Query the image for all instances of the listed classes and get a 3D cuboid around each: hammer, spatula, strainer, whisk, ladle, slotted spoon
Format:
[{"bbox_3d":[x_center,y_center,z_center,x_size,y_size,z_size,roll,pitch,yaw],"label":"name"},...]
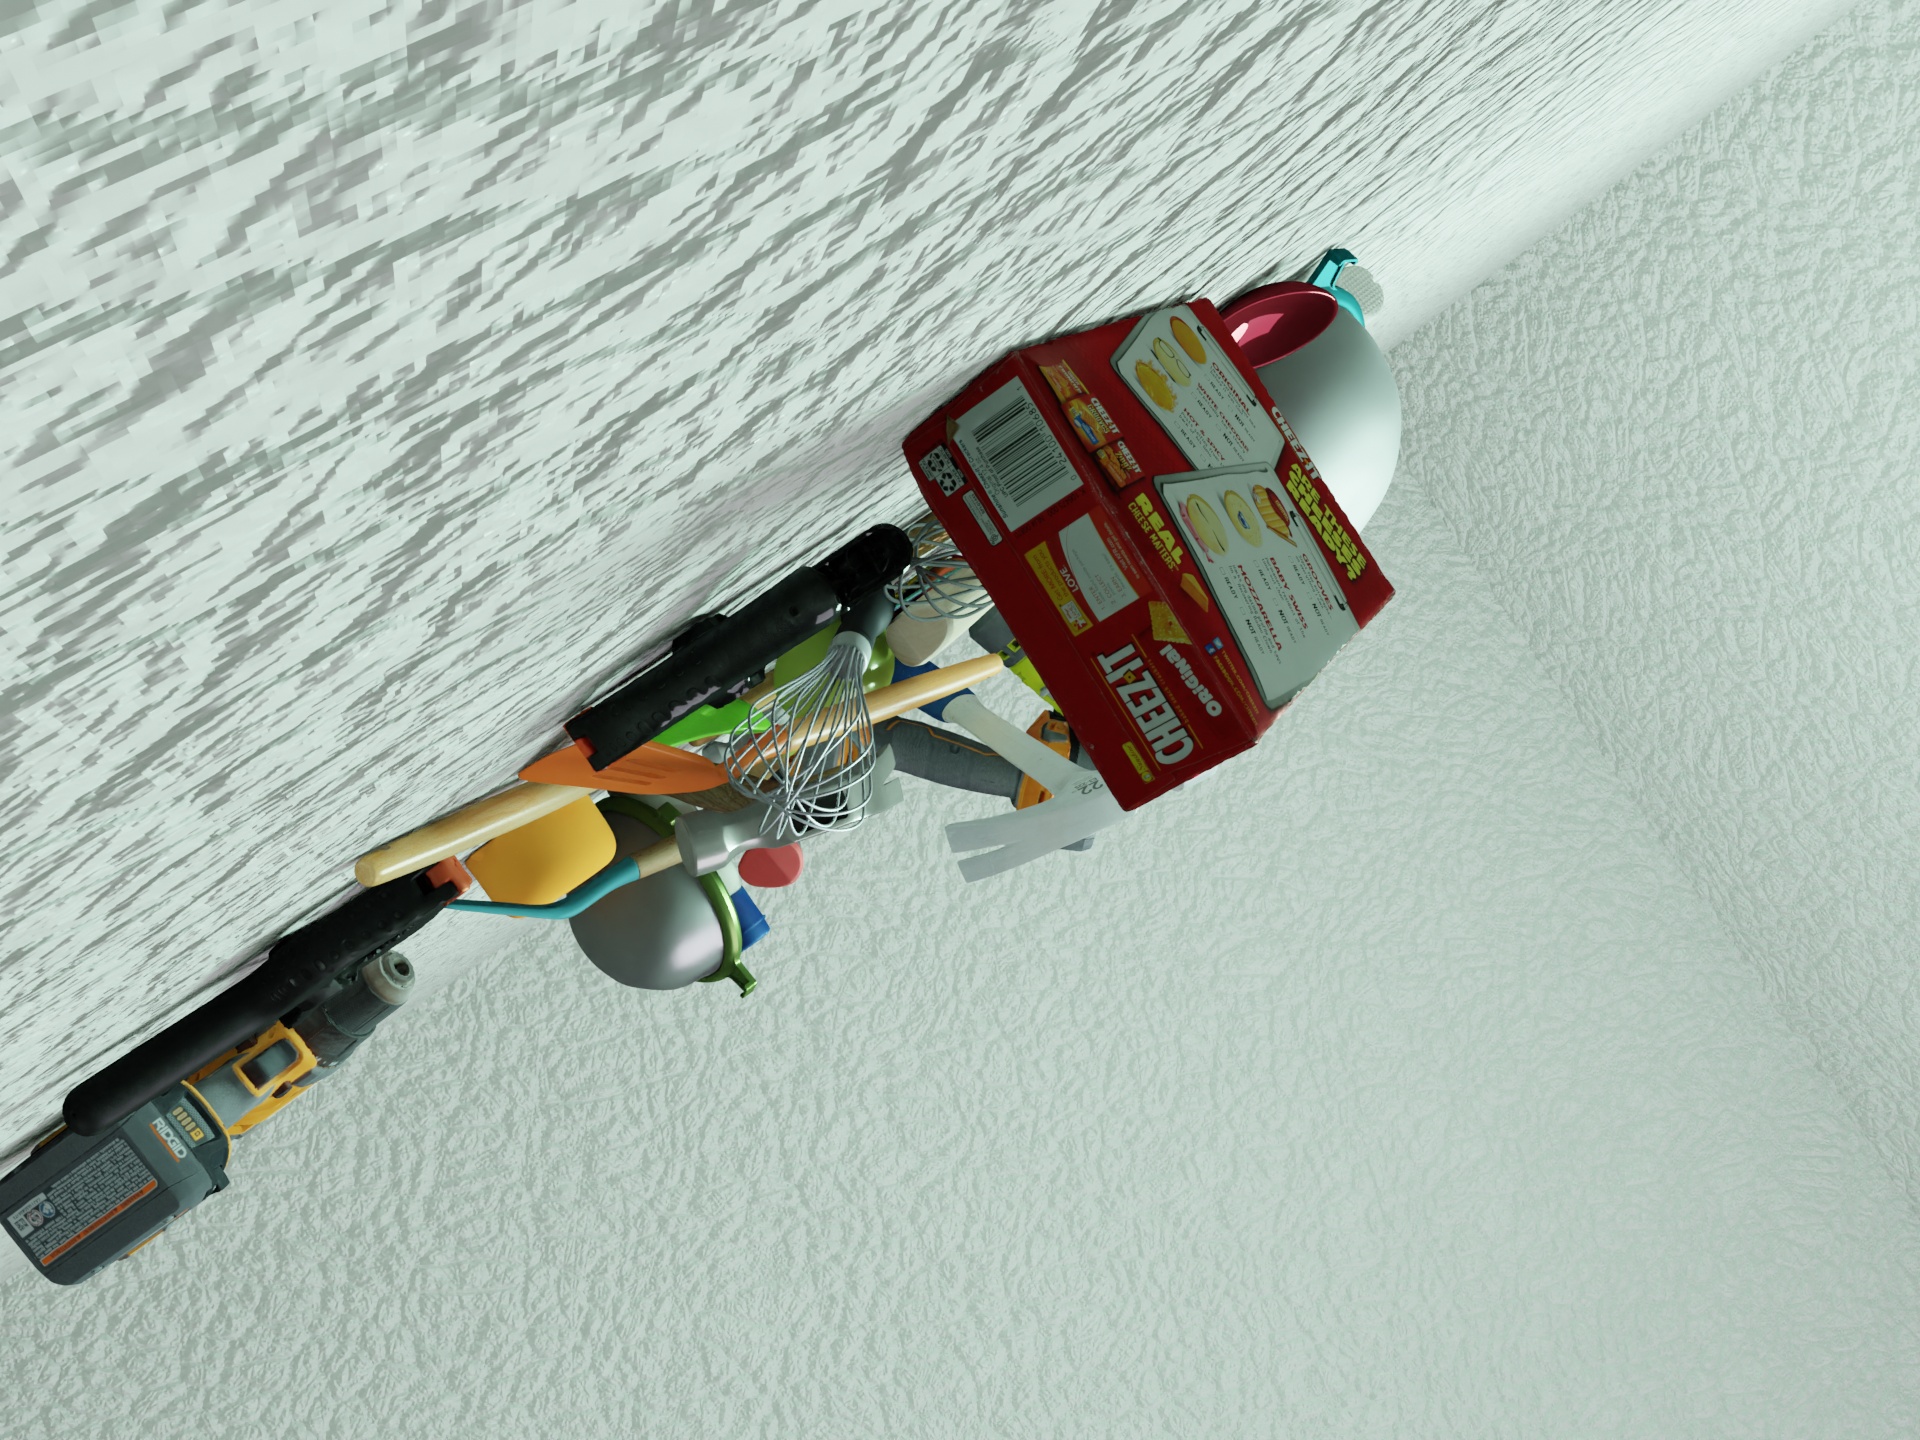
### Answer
[{"bbox_3d":[-0.002,-0.003,0.986,0.144,0.035,0.406,-26,-158,-13],"label":"hammer"},{"bbox_3d":[-0.082,-0.004,0.856,0.081,0.041,0.322,-21,180,42],"label":"spatula"},{"bbox_3d":[0.104,-0.157,1.012,0.411,0.038,0.146,-39,-176,-26],"label":"hammer"},{"bbox_3d":[-0.263,0.130,1.118,0.256,0.151,0.069,1,-150,43],"label":"strainer"},{"bbox_3d":[-0.132,0.039,1.213,0.143,0.038,0.386,-35,-165,0],"label":"hammer"},{"bbox_3d":[0.036,-0.080,0.858,0.055,0.055,0.239,-34,164,31],"label":"whisk"},{"bbox_3d":[-0.133,0.039,0.915,0.130,0.031,0.331,-15,-172,-22],"label":"hammer"},{"bbox_3d":[-0.061,-0.019,0.800,0.070,0.070,0.285,-34,-163,19],"label":"whisk"},{"bbox_3d":[0.213,-0.124,1.008,0.211,0.095,0.340,-44,153,-2],"label":"strainer"},{"bbox_3d":[-0.129,0.015,1.038,0.078,0.062,0.320,-18,168,-34],"label":"ladle"},{"bbox_3d":[-0.077,-0.051,1.059,0.245,0.047,0.051,-30,169,-13],"label":"whisk"},{"bbox_3d":[-0.194,0.029,0.823,0.070,0.031,0.314,-3,-168,25],"label":"slotted spoon"},{"bbox_3d":[0.057,-0.144,0.837,0.315,0.031,0.069,-32,159,0],"label":"ladle"},{"bbox_3d":[-0.178,0.069,0.960,0.317,0.044,0.082,-23,-169,-35],"label":"spatula"}]

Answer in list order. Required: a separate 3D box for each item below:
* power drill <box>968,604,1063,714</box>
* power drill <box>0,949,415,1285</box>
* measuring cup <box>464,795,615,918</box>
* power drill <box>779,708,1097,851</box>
[{"bbox_3d":[0.132,-0.083,1.139,0.229,0.190,0.080,-56,-171,-32],"label":"power drill"},{"bbox_3d":[-0.447,0.228,0.978,0.185,0.084,0.226,-35,-175,13],"label":"power drill"},{"bbox_3d":[-0.233,0.069,0.988,0.173,0.052,0.095,-32,-178,33],"label":"measuring cup"},{"bbox_3d":[-0.011,0.018,1.151,0.164,0.226,0.084,-85,-173,-72],"label":"power drill"}]
